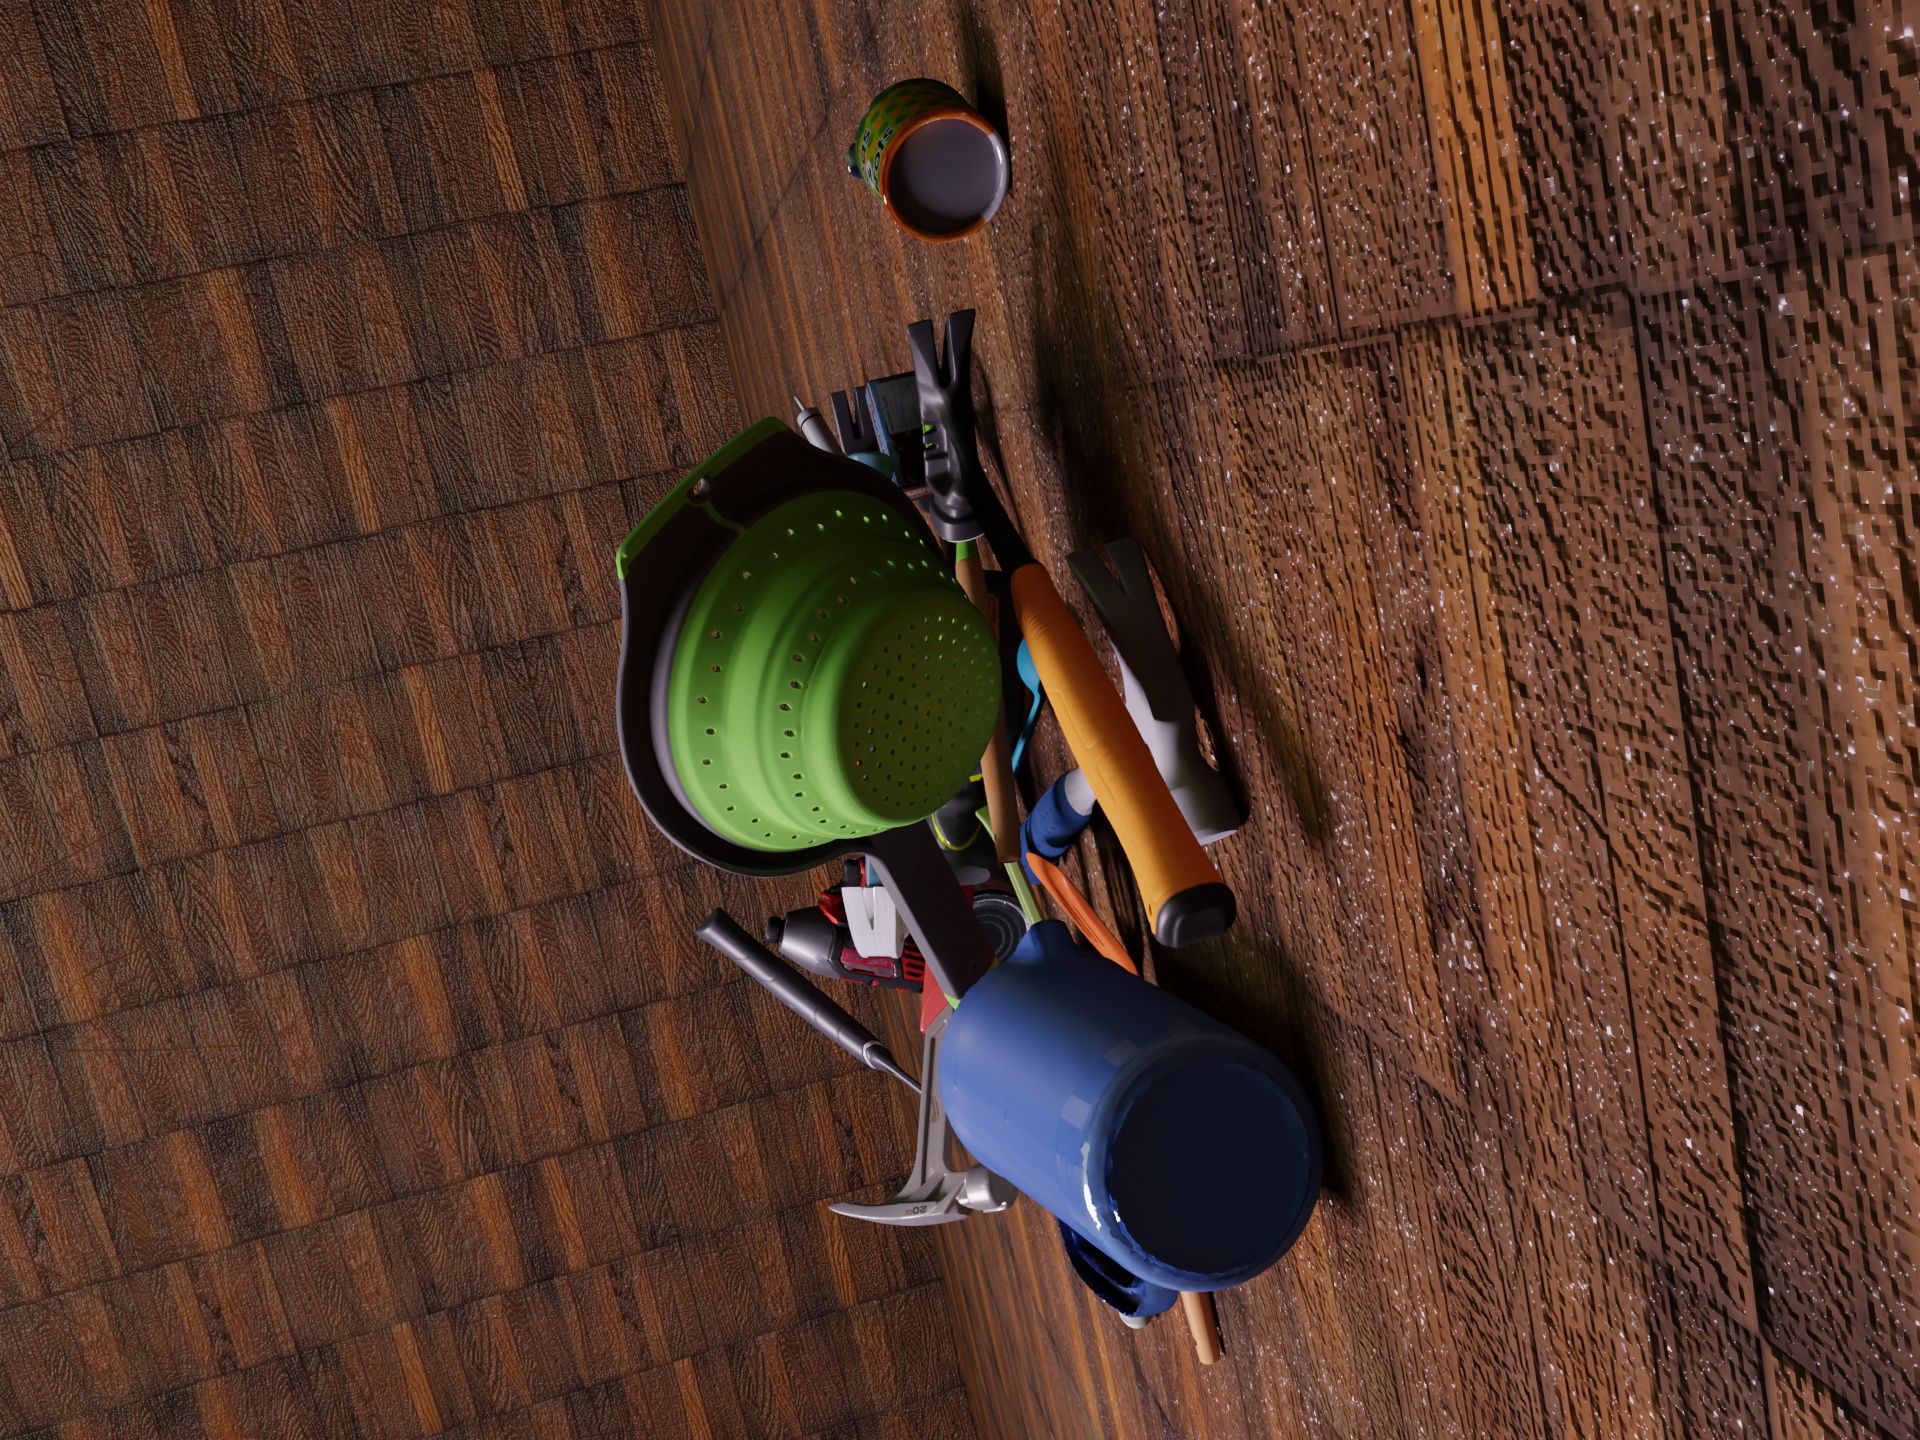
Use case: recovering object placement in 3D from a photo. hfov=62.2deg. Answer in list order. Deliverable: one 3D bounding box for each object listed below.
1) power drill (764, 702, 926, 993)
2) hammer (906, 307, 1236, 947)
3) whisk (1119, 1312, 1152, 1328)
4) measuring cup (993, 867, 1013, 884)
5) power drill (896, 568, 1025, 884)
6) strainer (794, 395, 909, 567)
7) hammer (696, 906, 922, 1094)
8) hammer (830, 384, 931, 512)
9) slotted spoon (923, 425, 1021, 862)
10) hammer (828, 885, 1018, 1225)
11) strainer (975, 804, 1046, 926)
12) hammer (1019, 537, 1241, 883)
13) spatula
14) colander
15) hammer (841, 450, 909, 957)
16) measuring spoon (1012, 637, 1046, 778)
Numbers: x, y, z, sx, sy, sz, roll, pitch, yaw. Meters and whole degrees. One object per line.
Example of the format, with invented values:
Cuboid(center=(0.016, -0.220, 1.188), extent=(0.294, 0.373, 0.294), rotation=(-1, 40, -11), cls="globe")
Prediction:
Cuboid(center=(-0.069, 0.101, 1.267), extent=(0.078, 0.143, 0.219), rotation=(-166, 87, -81), cls="power drill")
Cuboid(center=(0.040, -0.043, 0.693), extent=(0.127, 0.034, 0.337), rotation=(84, 168, -46), cls="hammer")
Cuboid(center=(0.108, 0.355, 1.036), extent=(0.058, 0.059, 0.246), rotation=(30, 156, 26), cls="whisk")
Cuboid(center=(0.005, 0.199, 1.291), extent=(0.083, 0.038, 0.167), rotation=(-142, 62, -64), cls="measuring cup")
Cuboid(center=(-0.002, -0.003, 1.061), extent=(0.223, 0.080, 0.171), rotation=(91, 180, -67), cls="power drill")
Cuboid(center=(-0.068, -0.147, 1.202), extent=(0.259, 0.050, 0.086), rotation=(60, -174, 20), cls="strainer")
Cuboid(center=(-0.050, 0.277, 1.261), extent=(0.409, 0.036, 0.149), rotation=(35, 166, 15), cls="hammer")
Cuboid(center=(-0.053, -0.198, 1.255), extent=(0.335, 0.035, 0.146), rotation=(-144, 41, -76), cls="hammer")
Cuboid(center=(0.008, -0.070, 0.932), extent=(0.070, 0.031, 0.314), rotation=(110, 154, -70), cls="slotted spoon")
Cuboid(center=(-0.016, 0.176, 1.146), extent=(0.036, 0.149, 0.359), rotation=(30, -126, -41), cls="hammer")
Cuboid(center=(0.040, 0.176, 1.012), extent=(0.152, 0.069, 0.256), rotation=(-134, 21, -71), cls="strainer")
Cuboid(center=(0.066, 0.031, 0.868), extent=(0.405, 0.035, 0.144), rotation=(111, 144, -74), cls="hammer")
Cuboid(center=(0.102, 0.228, 0.932), extent=(0.081, 0.041, 0.322), rotation=(-168, 64, -78), cls="spatula")
Cuboid(center=(-0.021, 0.042, 0.785), extent=(0.095, 0.204, 0.396), rotation=(19, 147, 40), cls="colander")
Cuboid(center=(-0.055, -0.007, 1.039), extent=(0.128, 0.033, 0.331), rotation=(-39, -52, -85), cls="hammer")
Cuboid(center=(0.035, -0.008, 0.910), extent=(0.042, 0.021, 0.128), rotation=(-55, -13, -44), cls="measuring spoon")
